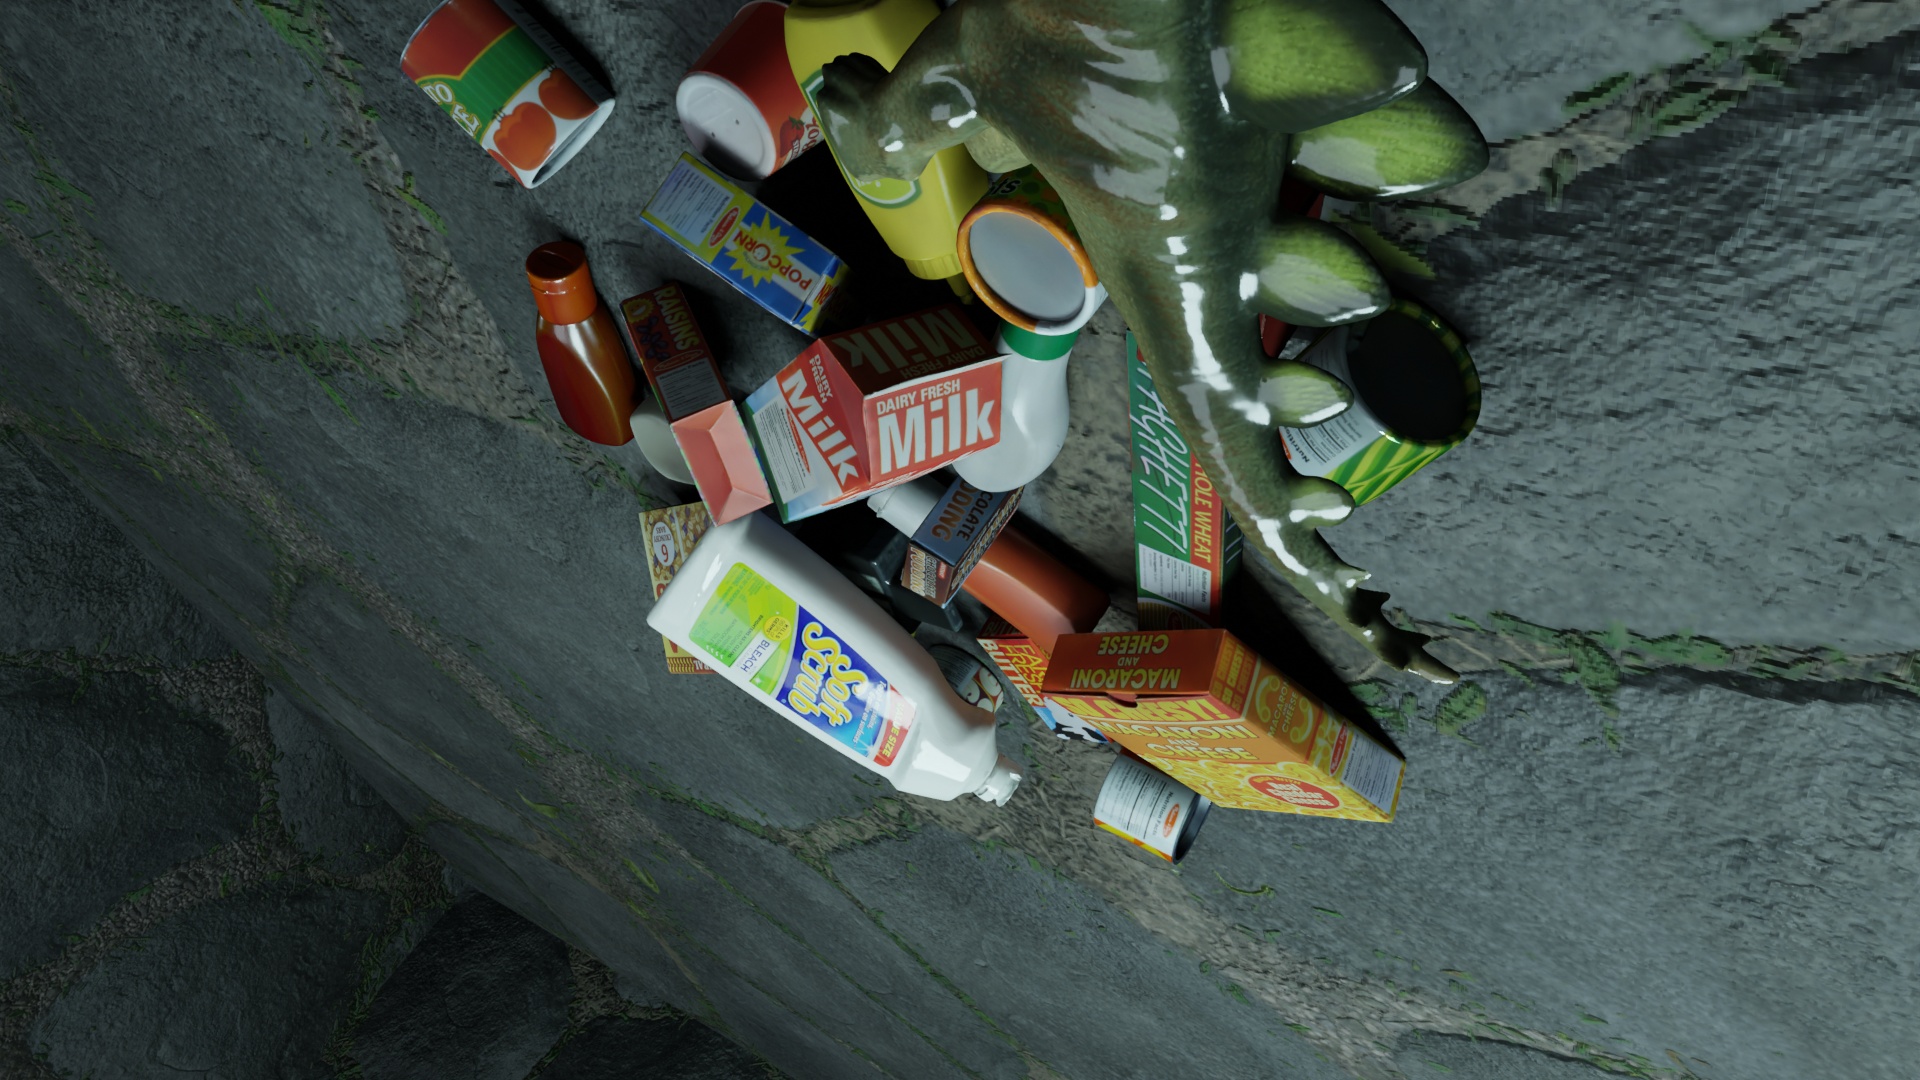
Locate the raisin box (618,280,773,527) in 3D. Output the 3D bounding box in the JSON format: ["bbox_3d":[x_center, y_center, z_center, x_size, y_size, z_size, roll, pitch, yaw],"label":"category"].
[{"bbox_3d":[-0.155,-0.081,0.807,0.085,0.040,0.124,74,169,-48],"label":"raisin box"}]

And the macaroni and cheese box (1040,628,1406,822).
[{"bbox_3d":[0.144,0.103,0.763,0.166,0.040,0.123,34,155,-32],"label":"macaroni and cheese box"}]

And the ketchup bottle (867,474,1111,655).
[{"bbox_3d":[0.015,0.009,0.810,0.149,0.044,0.064,37,159,1],"label":"ketchup bottle"}]

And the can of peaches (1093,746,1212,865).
[{"bbox_3d":[0.126,0.166,0.893,0.058,0.071,0.071,23,148,23],"label":"can of peaches"}]

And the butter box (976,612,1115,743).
[{"bbox_3d":[0.059,0.089,0.896,0.053,0.024,0.103,-5,131,51],"label":"butter box"}]

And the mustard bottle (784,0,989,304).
[{"bbox_3d":[-0.020,-0.163,0.597,0.065,0.049,0.159,14,143,38],"label":"mustard bottle"}]

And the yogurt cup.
[{"bbox_3d":[-0.089,-0.197,0.618,0.072,0.054,0.072,26,148,18],"label":"yogurt cup"}]

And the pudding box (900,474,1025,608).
[{"bbox_3d":[0.003,-0.009,0.755,0.030,0.084,0.049,31,150,10],"label":"pudding box"}]

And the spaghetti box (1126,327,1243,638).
[{"bbox_3d":[0.113,-0.017,0.682,0.050,0.029,0.248,22,147,24],"label":"spaghetti box"}]

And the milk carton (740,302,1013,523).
[{"bbox_3d":[-0.043,-0.063,0.687,0.190,0.072,0.073,-16,93,67],"label":"milk carton"}]

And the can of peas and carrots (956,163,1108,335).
[{"bbox_3d":[0.038,-0.129,0.573,0.071,0.059,0.070,26,148,18],"label":"can of peas and carrots"}]

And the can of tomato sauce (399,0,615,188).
[{"bbox_3d":[-0.230,-0.230,0.706,0.083,0.071,0.071,44,150,-13],"label":"can of tomato sauce"}]

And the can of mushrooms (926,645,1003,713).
[{"bbox_3d":[-0.005,0.109,0.984,0.071,0.033,0.070,26,148,18],"label":"can of mushrooms"}]

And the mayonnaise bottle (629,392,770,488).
[{"bbox_3d":[-0.144,-0.060,0.887,0.148,0.041,0.064,10,141,37],"label":"mayonnaise bottle"}]

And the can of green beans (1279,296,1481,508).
[{"bbox_3d":[0.159,-0.053,0.543,0.071,0.071,0.057,39,150,-3],"label":"can of green beans"}]

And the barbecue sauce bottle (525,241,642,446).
[{"bbox_3d":[-0.245,-0.126,0.898,0.065,0.044,0.147,27,148,18],"label":"barbecue sauce bottle"}]

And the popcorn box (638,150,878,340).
[{"bbox_3d":[-0.092,-0.134,0.667,0.085,0.038,0.127,36,-176,4],"label":"popcorn box"}]

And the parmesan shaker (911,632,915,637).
[{"bbox_3d":[-0.090,0.070,0.989,0.103,0.071,0.071,0,134,50],"label":"parmesan shaker"}]

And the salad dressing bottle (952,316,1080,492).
[{"bbox_3d":[0.029,-0.079,0.670,0.064,0.044,0.147,43,151,13],"label":"salad dressing bottle"}]

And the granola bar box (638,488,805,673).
[{"bbox_3d":[-0.161,0.030,0.974,0.165,0.039,0.124,-6,95,51],"label":"granola bar box"}]
